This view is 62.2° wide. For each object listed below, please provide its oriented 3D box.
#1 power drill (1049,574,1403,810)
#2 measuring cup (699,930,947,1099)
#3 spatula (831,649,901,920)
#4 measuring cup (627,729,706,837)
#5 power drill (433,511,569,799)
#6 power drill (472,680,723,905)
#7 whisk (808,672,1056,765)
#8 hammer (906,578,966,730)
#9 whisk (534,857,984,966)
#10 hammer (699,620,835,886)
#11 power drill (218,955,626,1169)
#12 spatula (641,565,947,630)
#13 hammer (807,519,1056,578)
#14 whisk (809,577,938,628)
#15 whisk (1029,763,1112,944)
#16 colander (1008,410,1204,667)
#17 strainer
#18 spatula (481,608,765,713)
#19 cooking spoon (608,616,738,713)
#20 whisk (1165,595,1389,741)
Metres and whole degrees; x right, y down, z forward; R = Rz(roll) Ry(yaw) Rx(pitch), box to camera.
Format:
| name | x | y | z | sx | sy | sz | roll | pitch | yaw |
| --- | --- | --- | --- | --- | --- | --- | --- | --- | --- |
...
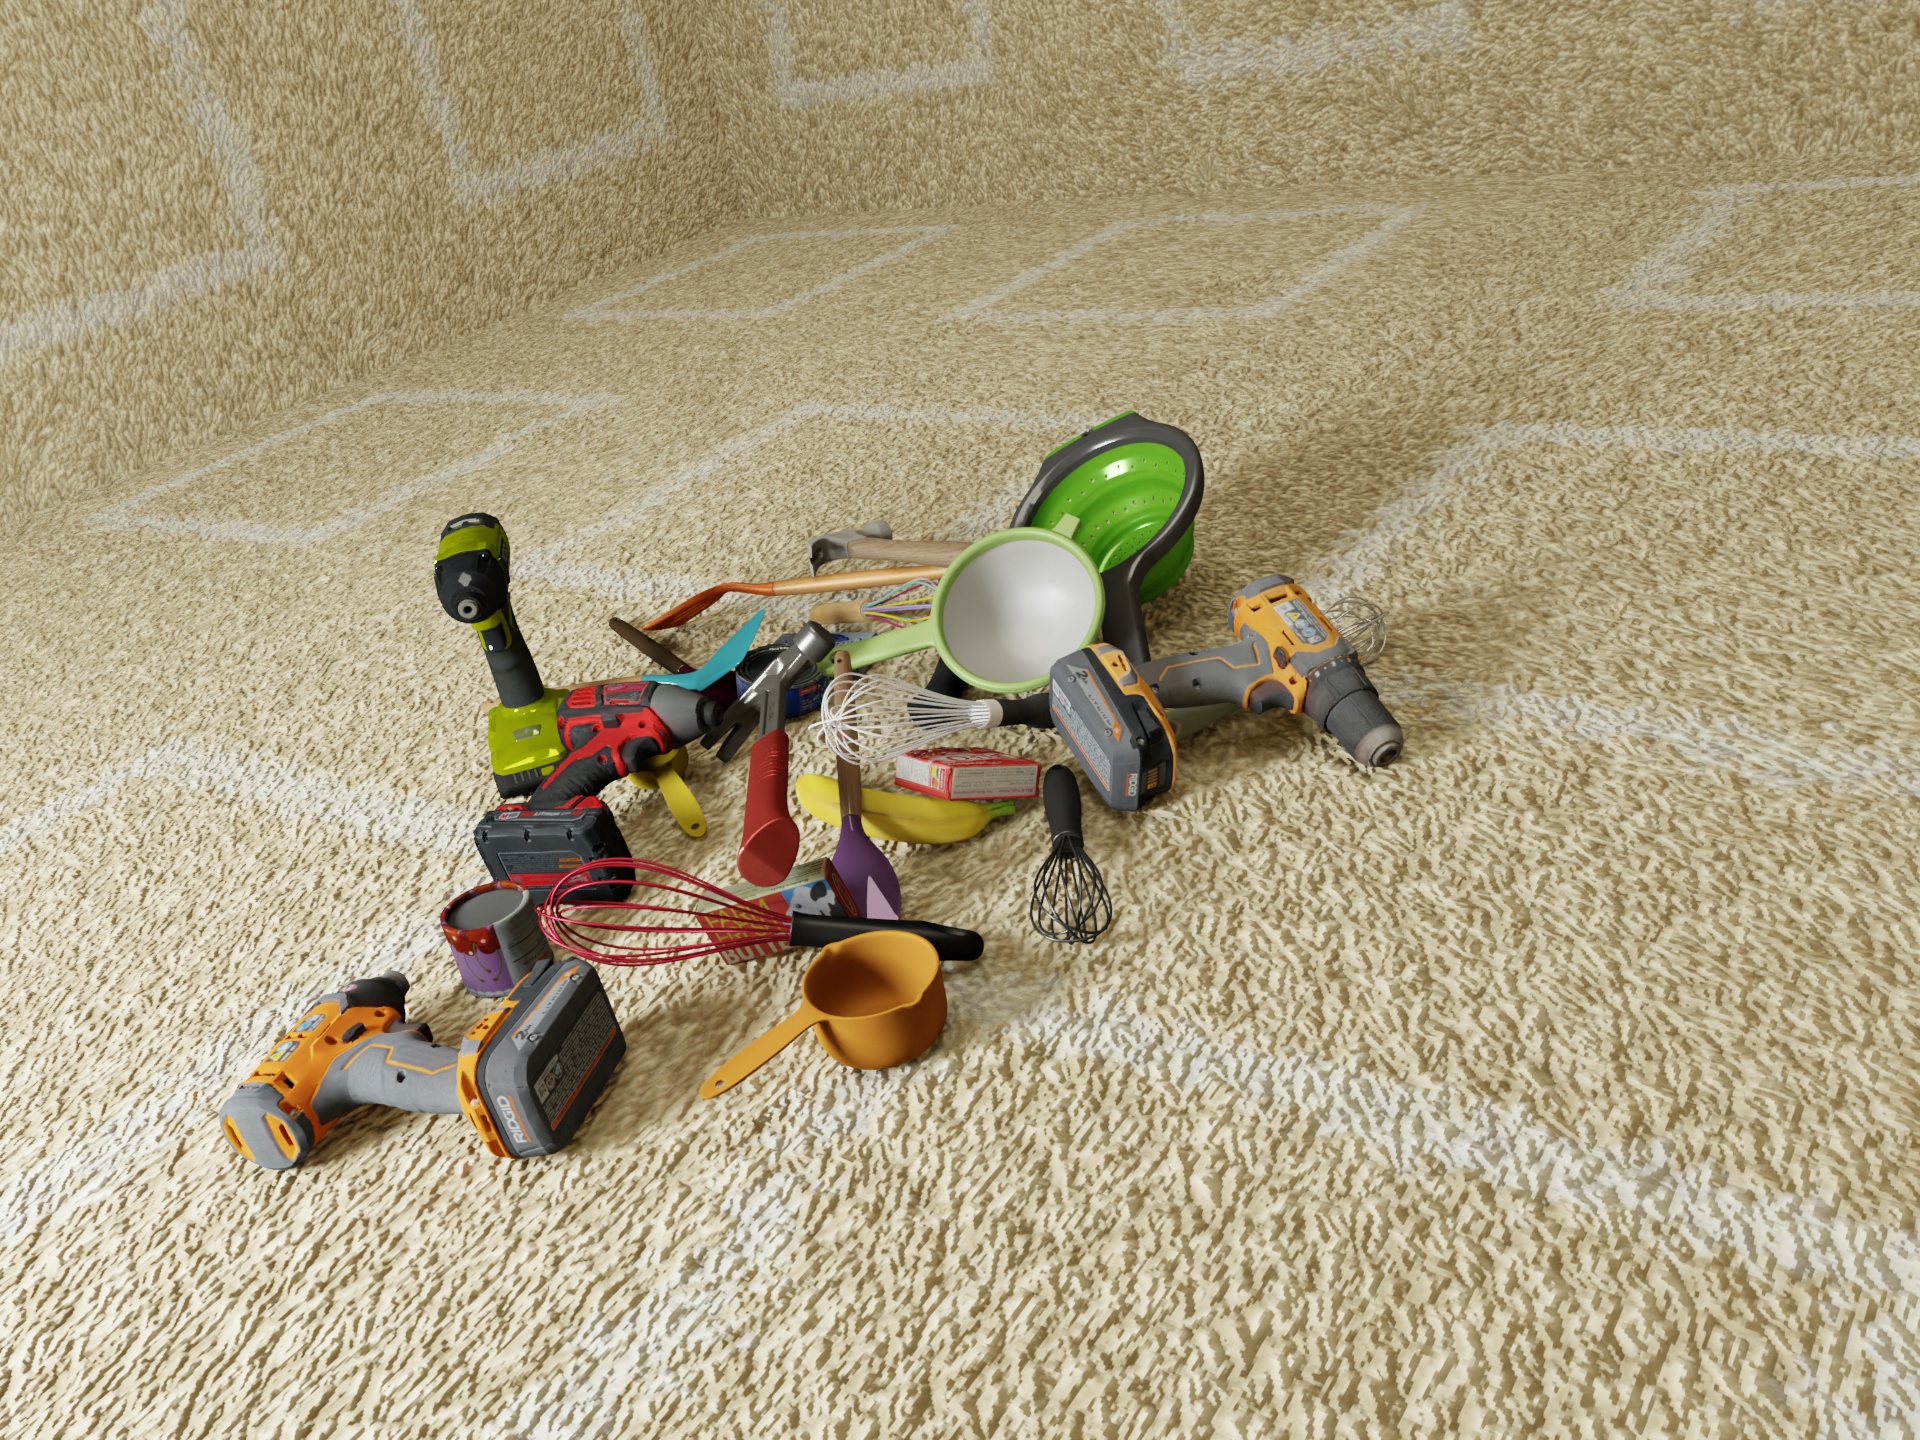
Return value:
| name | x | y | z | sx | sy | sz | roll | pitch | yaw |
| --- | --- | --- | --- | --- | --- | --- | --- | --- | --- |
| power drill | 0.202 | -0.009 | 1.197 | 0.226 | 0.084 | 0.186 | -20 | 51 | -14 |
| measuring cup | -0.082 | 0.198 | 0.978 | 0.173 | 0.052 | 0.095 | -32 | 34 | -30 |
| spatula | -0.081 | 0.055 | 1.194 | 0.060 | 0.018 | 0.316 | -16 | 44 | 7 |
| measuring cup | -0.240 | 0.060 | 1.332 | 0.062 | 0.029 | 0.157 | -26 | 41 | -13 |
| power drill | -0.397 | -0.052 | 1.382 | 0.080 | 0.223 | 0.171 | -16 | 28 | -7 |
| power drill | -0.284 | 0.047 | 1.280 | 0.143 | 0.078 | 0.220 | -3 | 37 | 17 |
| whisk | -0.001 | -0.004 | 1.225 | 0.070 | 0.070 | 0.284 | 16 | 13 | 42 |
| hammer | 0.016 | -0.086 | 1.480 | 0.146 | 0.035 | 0.335 | -4 | 29 | 16 |
| whisk | -0.131 | 0.135 | 1.049 | 0.296 | 0.073 | 0.073 | 6 | 28 | -4 |
| hammer | -0.151 | 0.036 | 1.200 | 0.149 | 0.036 | 0.359 | -47 | 18 | 13 |
| power drill | -0.338 | 0.211 | 1.028 | 0.226 | 0.084 | 0.164 | -7 | 26 | 18 |
| spatula | -0.161 | -0.125 | 1.588 | 0.322 | 0.041 | 0.081 | -5 | 4 | 15 |
| hammer | -0.027 | -0.158 | 1.511 | 0.130 | 0.031 | 0.331 | -20 | 21 | -39 |
| whisk | -0.078 | -0.104 | 1.499 | 0.245 | 0.051 | 0.047 | 2 | 59 | 55 |
| whisk | 0.073 | 0.089 | 1.127 | 0.055 | 0.055 | 0.239 | -10 | 24 | 5 |
| colander | 0.155 | -0.115 | 1.431 | 0.204 | 0.094 | 0.398 | -26 | 42 | 22 |
| strainer | 0.005 | -0.071 | 1.366 | 0.256 | 0.069 | 0.152 | -15 | 66 | 13 |
| spatula | -0.324 | -0.042 | 1.503 | 0.317 | 0.044 | 0.082 | -8 | 38 | 20 |
| cooking spoon | -0.280 | -0.055 | 1.560 | 0.069 | 0.017 | 0.319 | -28 | 32 | -23 |
| whisk | 0.250 | -0.036 | 1.290 | 0.246 | 0.058 | 0.059 | -26 | -1 | -19 |
